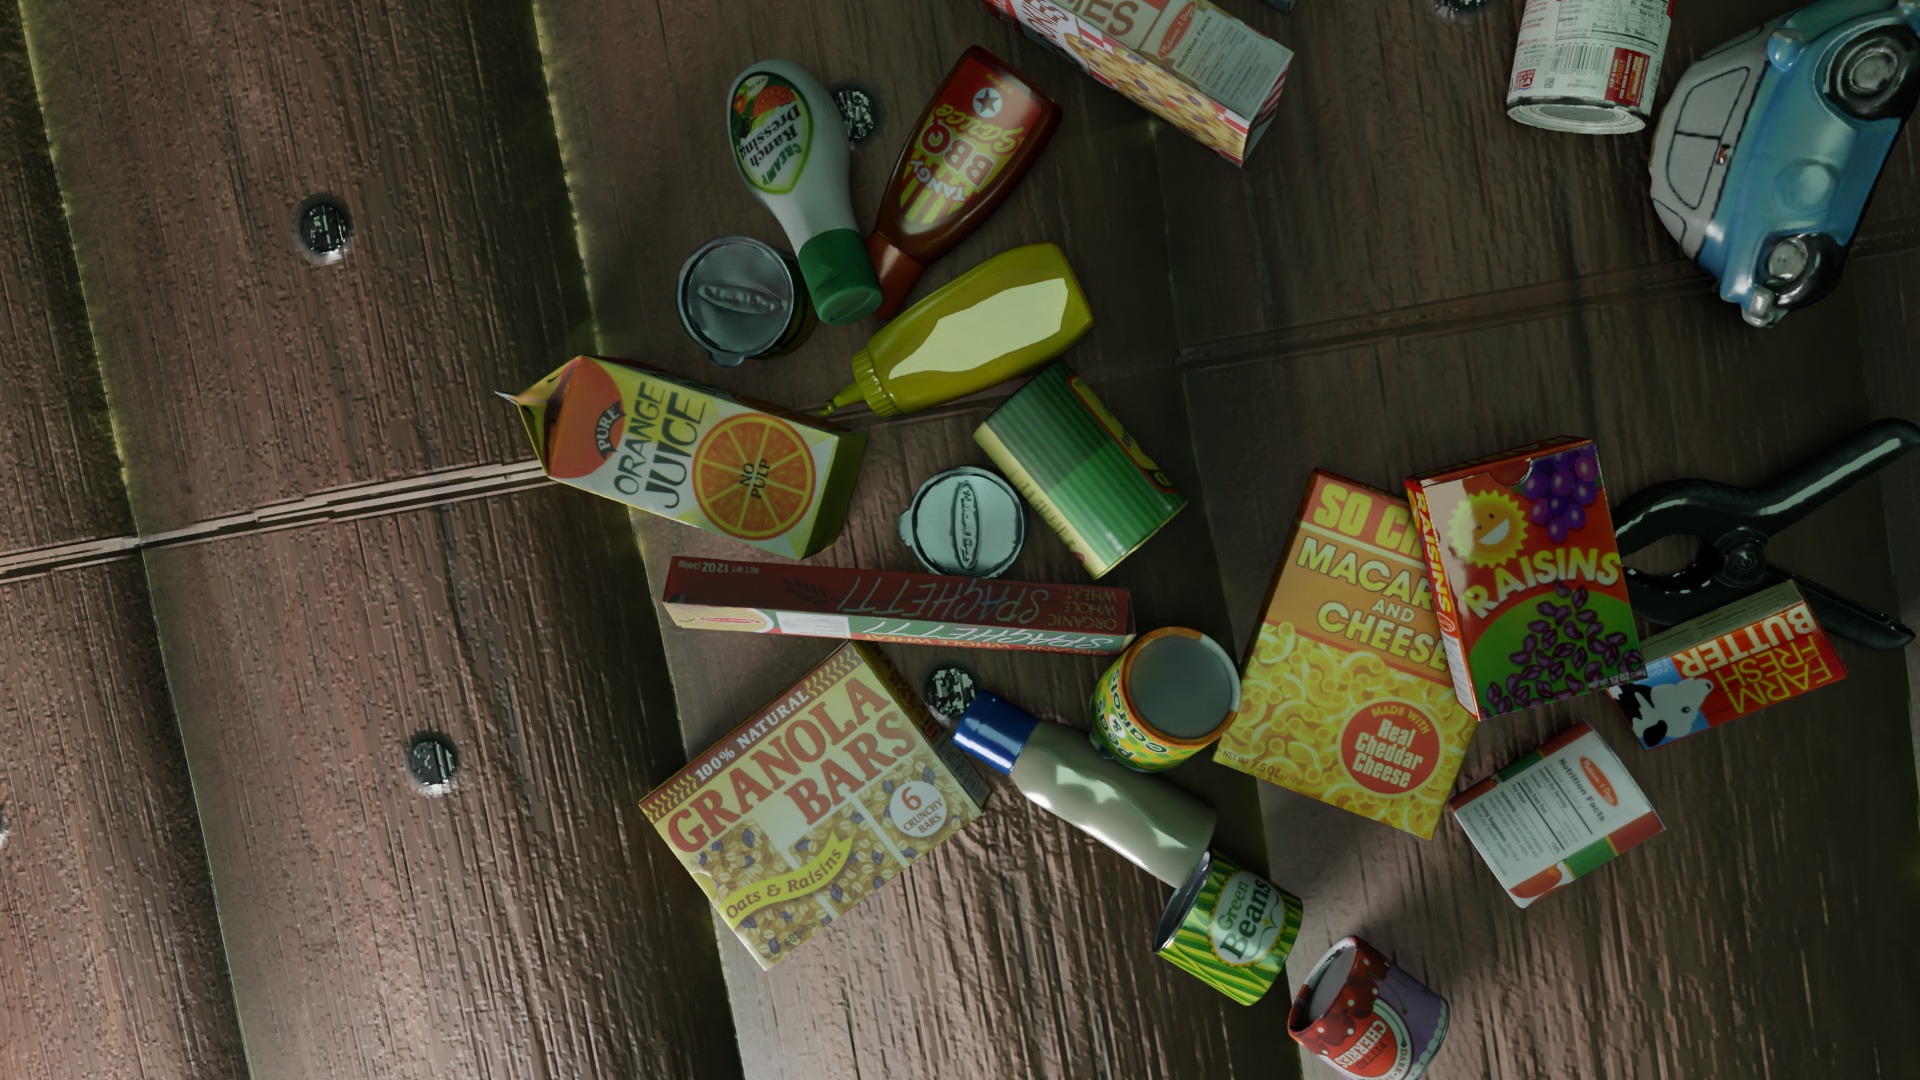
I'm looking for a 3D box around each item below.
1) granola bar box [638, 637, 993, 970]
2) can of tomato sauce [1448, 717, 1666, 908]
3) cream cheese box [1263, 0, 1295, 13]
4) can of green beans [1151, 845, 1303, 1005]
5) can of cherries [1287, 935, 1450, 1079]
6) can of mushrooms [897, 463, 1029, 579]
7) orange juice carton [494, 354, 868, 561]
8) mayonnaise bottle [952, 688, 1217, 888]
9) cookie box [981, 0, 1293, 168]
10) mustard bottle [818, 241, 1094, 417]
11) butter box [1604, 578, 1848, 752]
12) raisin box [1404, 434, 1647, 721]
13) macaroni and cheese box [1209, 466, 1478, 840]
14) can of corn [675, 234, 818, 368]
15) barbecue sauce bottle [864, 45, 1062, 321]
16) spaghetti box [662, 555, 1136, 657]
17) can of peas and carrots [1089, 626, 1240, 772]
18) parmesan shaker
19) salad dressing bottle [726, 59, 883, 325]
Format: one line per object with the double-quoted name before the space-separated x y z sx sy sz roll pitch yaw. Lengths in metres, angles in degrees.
"granola bar box" -0.085 0.150 0.804 0.165 0.039 0.124 -38 88 11
"can of tomato sauce" 0.309 0.143 0.724 0.083 0.071 0.071 -35 89 12
"cream cheese box" 0.173 -0.334 0.719 0.053 0.024 0.103 29 100 7
"can of green beans" 0.145 0.210 0.757 0.058 0.071 0.071 29 100 5
"can of cherries" 0.218 0.257 0.747 0.058 0.071 0.071 36 101 5
"can of mushrooms" 0.003 -0.010 0.776 0.071 0.033 0.071 1 97 9
"orange juice carton" -0.158 -0.054 0.779 0.193 0.072 0.073 18 98 7
"mayonnaise bottle" 0.067 0.133 0.767 0.148 0.065 0.041 29 108 10
"cookie box" 0.081 -0.255 0.692 0.167 0.123 0.040 33 100 5
"mustard bottle" -0.008 -0.106 0.760 0.160 0.049 0.065 -24 91 12
"butter box" 0.384 0.064 0.705 0.103 0.024 0.053 -29 110 25
"raisin box" 0.278 0.018 0.688 0.086 0.040 0.123 -15 96 5
"macaroni and cheese box" 0.220 0.059 0.742 0.124 0.040 0.166 19 99 6
"can of corn" -0.117 -0.131 0.771 0.071 0.058 0.071 1 96 9
"barbecue sauce bottle" -0.011 -0.189 0.755 0.065 0.044 0.148 38 101 7
"spaghetti box" -0.032 0.037 0.755 0.250 0.050 0.029 4 71 -1
"can of peas and carrots" 0.106 0.086 0.740 0.071 0.058 0.071 5 67 -11
"parmesan shaker" 0.064 -0.039 0.743 0.071 0.071 0.103 -41 88 11
"salad dressing bottle" -0.081 -0.186 0.743 0.064 0.044 0.148 -30 70 25
